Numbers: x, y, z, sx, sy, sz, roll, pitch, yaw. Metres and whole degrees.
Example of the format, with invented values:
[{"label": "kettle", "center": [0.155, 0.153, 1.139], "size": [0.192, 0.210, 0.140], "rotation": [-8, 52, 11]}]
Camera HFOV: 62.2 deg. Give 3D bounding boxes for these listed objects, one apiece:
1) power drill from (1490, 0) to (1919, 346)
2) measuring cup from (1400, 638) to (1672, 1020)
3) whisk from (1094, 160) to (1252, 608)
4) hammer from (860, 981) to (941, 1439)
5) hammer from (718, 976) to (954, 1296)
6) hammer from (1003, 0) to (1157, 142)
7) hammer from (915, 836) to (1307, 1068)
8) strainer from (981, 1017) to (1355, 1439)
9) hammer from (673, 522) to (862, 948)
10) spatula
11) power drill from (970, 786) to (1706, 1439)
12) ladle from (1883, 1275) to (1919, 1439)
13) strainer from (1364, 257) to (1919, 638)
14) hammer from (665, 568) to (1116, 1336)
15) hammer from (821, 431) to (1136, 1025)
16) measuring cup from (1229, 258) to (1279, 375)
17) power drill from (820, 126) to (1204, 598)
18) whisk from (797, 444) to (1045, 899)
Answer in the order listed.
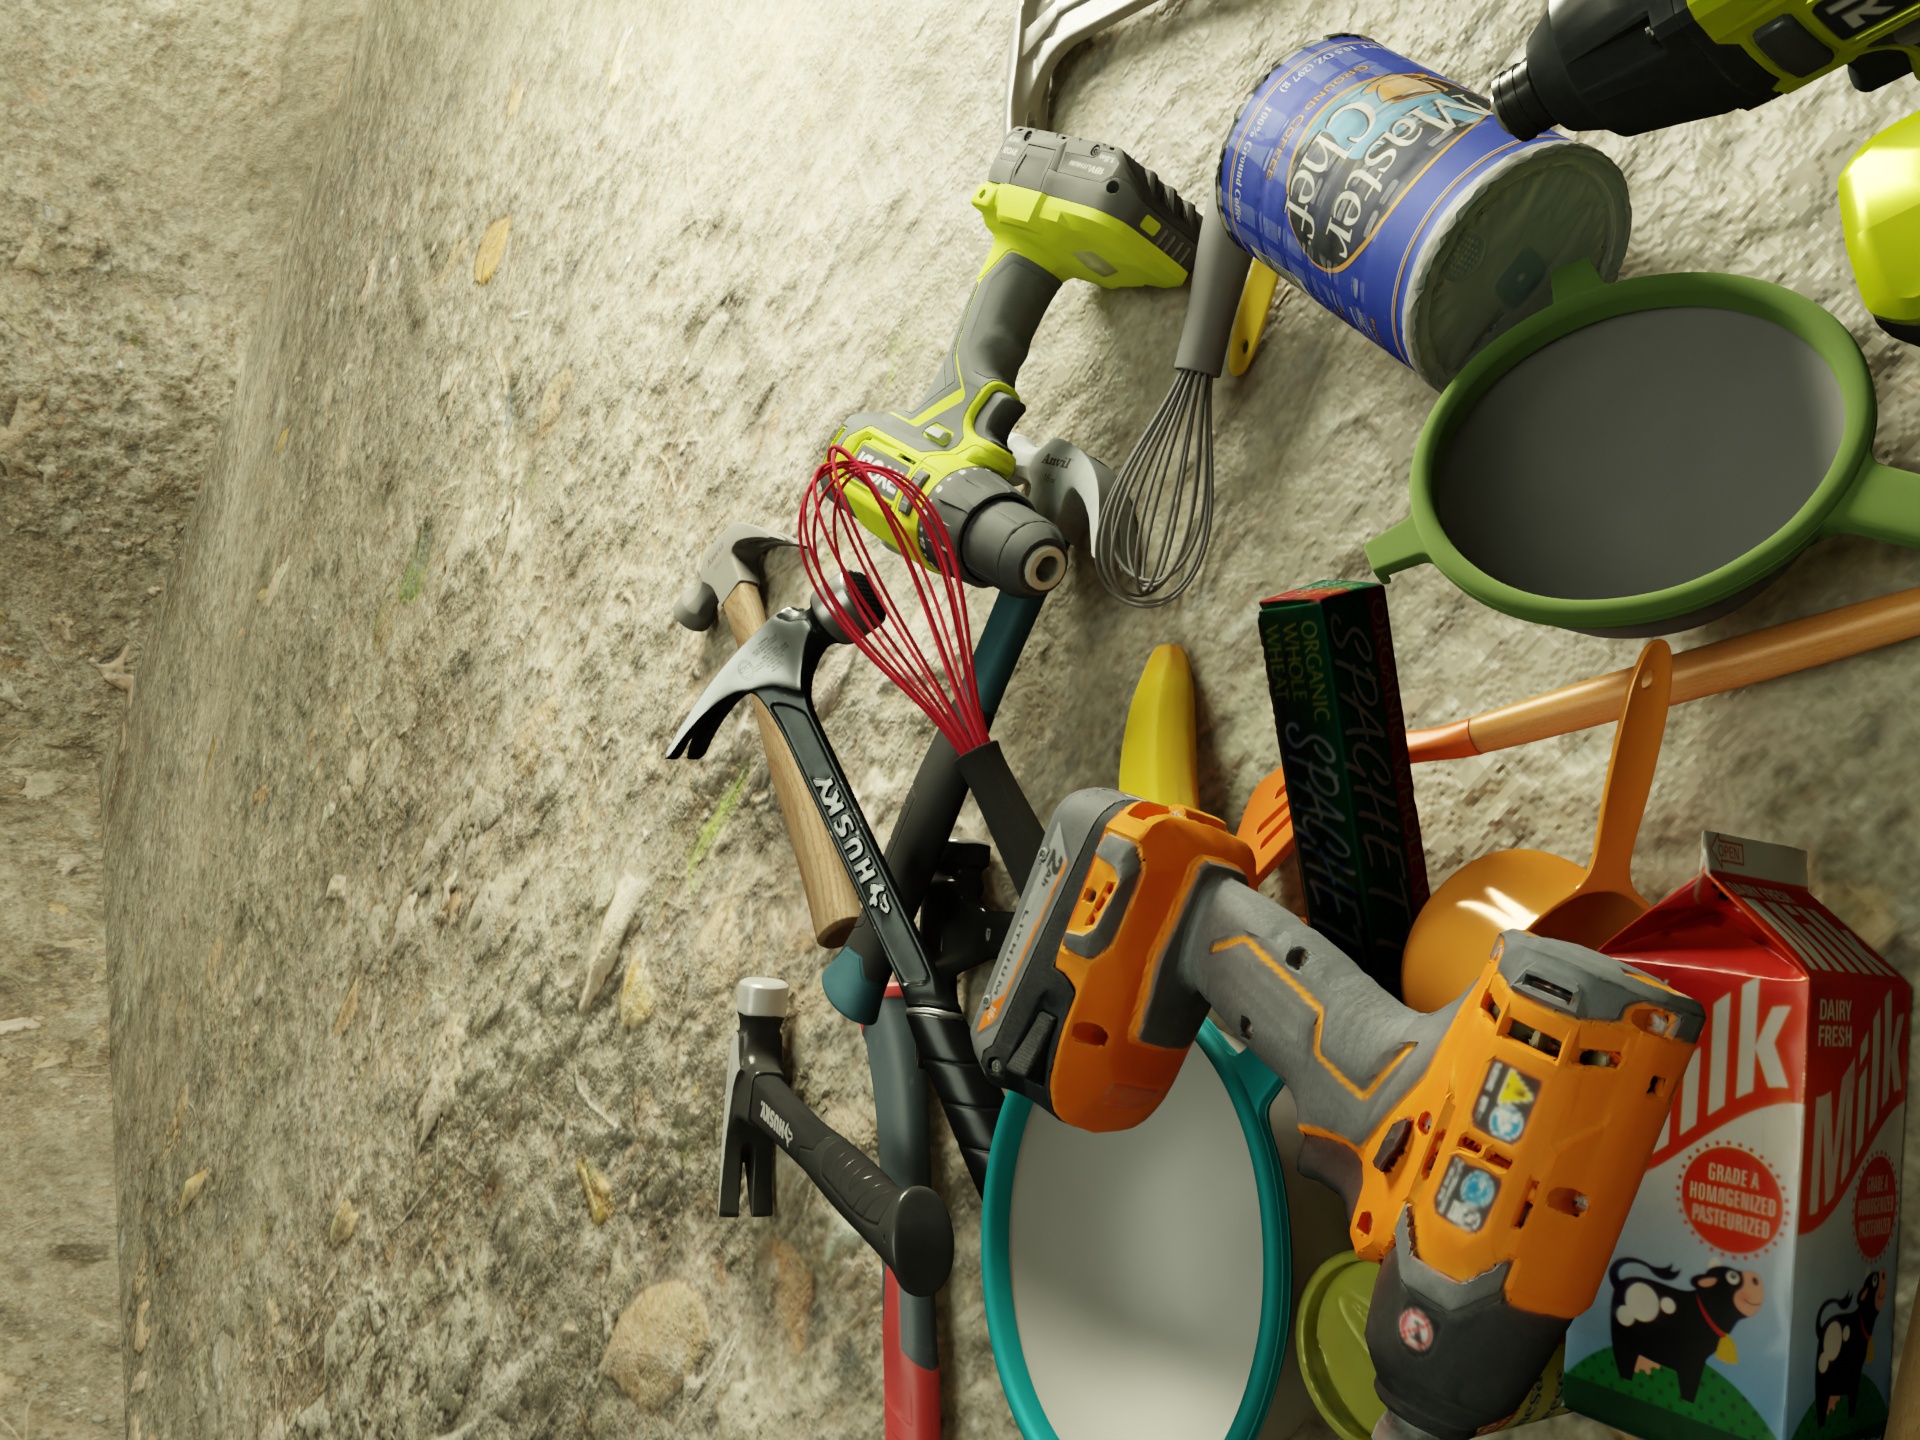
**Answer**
[{"label": "power drill", "center": [0.272, -0.182, 0.438], "size": [0.171, 0.223, 0.080], "rotation": [-21, 66, 48]}, {"label": "measuring cup", "center": [0.209, 0.050, 0.565], "size": [0.052, 0.095, 0.173], "rotation": [33, 118, 59]}, {"label": "whisk", "center": [0.112, -0.171, 0.771], "size": [0.055, 0.055, 0.239], "rotation": [24, 104, 52]}, {"label": "hammer", "center": [-0.017, 0.333, 0.843], "size": [0.143, 0.038, 0.386], "rotation": [-20, 67, 47]}, {"label": "hammer", "center": [-0.077, 0.243, 0.874], "size": [0.335, 0.035, 0.146], "rotation": [-175, 92, -68]}, {"label": "hammer", "center": [0.147, -0.393, 0.800], "size": [0.359, 0.036, 0.149], "rotation": [-1, 81, 52]}, {"label": "hammer", "center": [0.090, 0.116, 0.758], "size": [0.337, 0.034, 0.127], "rotation": [-7, 75, 51]}, {"label": "strainer", "center": [0.093, 0.283, 0.661], "size": [0.211, 0.095, 0.340], "rotation": [-9, 74, 61]}, {"label": "hammer", "center": [-0.119, 0.000, 1.055], "size": [0.130, 0.031, 0.332], "rotation": [-48, 48, 35]}, {"label": "spatula", "center": [0.225, 0.005, 0.607], "size": [0.322, 0.041, 0.081], "rotation": [-20, 31, 40]}, {"label": "power drill", "center": [0.109, 0.125, 0.530], "size": [0.227, 0.084, 0.164], "rotation": [22, 92, 46]}, {"label": "ladle", "center": [0.287, 0.102, 0.443], "size": [0.078, 0.062, 0.320], "rotation": [19, 107, 49]}, {"label": "strainer", "center": [0.279, -0.065, 0.533], "size": [0.257, 0.069, 0.151], "rotation": [27, 77, 42]}, {"label": "hammer", "center": [-0.026, 0.132, 0.807], "size": [0.149, 0.036, 0.409], "rotation": [-33, 73, 24]}, {"label": "hammer", "center": [0.002, 0.005, 0.860], "size": [0.128, 0.033, 0.331], "rotation": [24, 92, 51]}, {"label": "measuring cup", "center": [0.165, -0.238, 0.759], "size": [0.062, 0.029, 0.156], "rotation": [-125, 43, -51]}, {"label": "power drill", "center": [0.032, -0.180, 0.831], "size": [0.191, 0.080, 0.228], "rotation": [37, 101, 50]}, {"label": "whisk", "center": [-0.001, -0.002, 0.766], "size": [0.073, 0.073, 0.296], "rotation": [-34, 80, 43]}]
